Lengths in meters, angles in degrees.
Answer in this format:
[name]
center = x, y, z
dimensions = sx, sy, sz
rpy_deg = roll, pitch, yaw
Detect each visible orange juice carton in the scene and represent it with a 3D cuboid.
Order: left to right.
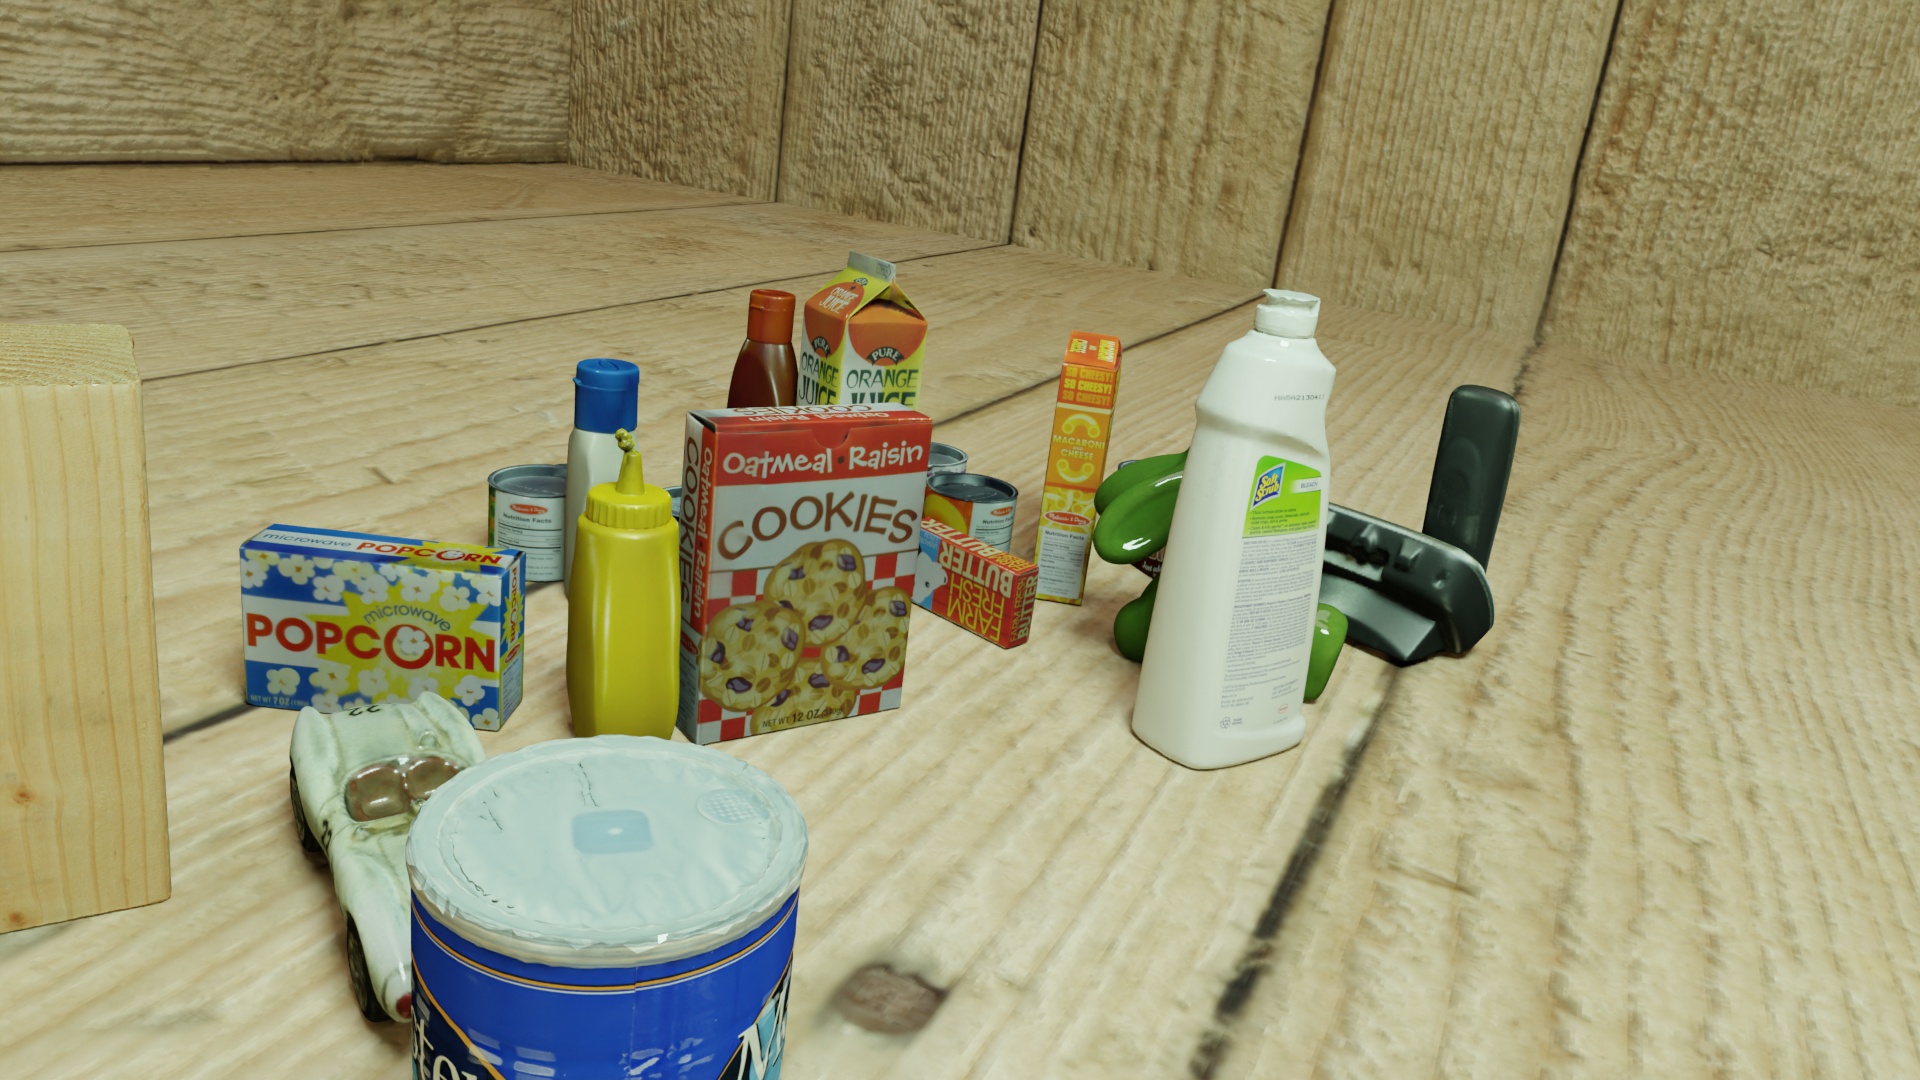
[orange juice carton]
center = -0.079, -0.125, 1.081
dimensions = 0.073, 0.192, 0.072
rpy_deg = -5, 22, -32

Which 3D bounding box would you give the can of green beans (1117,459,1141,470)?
[can of green beans]
center = 0.151, -0.026, 1.088
dimensions = 0.071, 0.057, 0.071
rpy_deg = 7, 19, -2

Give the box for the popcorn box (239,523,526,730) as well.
[popcorn box]
center = -0.284, 0.043, 0.685
dimensions = 0.127, 0.085, 0.038
rpy_deg = 6, 19, -3

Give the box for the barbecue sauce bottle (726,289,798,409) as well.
[barbecue sauce bottle]
center = -0.158, -0.127, 1.124
dimensions = 0.065, 0.148, 0.044
rpy_deg = 19, 22, 30

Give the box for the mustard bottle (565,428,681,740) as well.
[mustard bottle]
center = -0.161, 0.024, 0.669
dimensions = 0.049, 0.159, 0.065
rpy_deg = -4, 22, -31

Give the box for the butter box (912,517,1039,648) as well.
[butter box]
center = 0.004, 0.026, 0.889
dimensions = 0.103, 0.053, 0.024
rpy_deg = 24, 25, 40

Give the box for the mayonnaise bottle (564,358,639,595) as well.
[mayonnaise bottle]
center = -0.214, -0.033, 0.834
dimensions = 0.041, 0.147, 0.065
rpy_deg = -4, 21, -30

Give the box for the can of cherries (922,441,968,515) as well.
[can of cherries]
center = -0.031, -0.040, 1.058
dimensions = 0.071, 0.058, 0.072
rpy_deg = 7, 19, -2

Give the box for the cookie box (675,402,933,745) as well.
[cookie box]
center = -0.082, 0.015, 0.716
dimensions = 0.123, 0.166, 0.040
rpy_deg = -6, 23, -35

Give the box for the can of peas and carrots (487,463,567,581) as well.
[can of peas and carrots]
center = -0.268, -0.013, 0.891
dimensions = 0.071, 0.058, 0.071
rpy_deg = 7, 19, -2

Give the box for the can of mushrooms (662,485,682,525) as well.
[can of mushrooms]
center = -0.183, -0.013, 0.962
dimensions = 0.071, 0.033, 0.071
rpy_deg = 7, 19, -2

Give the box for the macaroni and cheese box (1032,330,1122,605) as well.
[macaroni and cheese box]
center = 0.082, -0.054, 0.977
dimensions = 0.040, 0.165, 0.124
rpy_deg = 9, 19, 5

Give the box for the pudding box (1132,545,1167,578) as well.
[pudding box]
center = 0.152, 0.002, 1.019
dimensions = 0.030, 0.049, 0.084
rpy_deg = -3, 21, -27

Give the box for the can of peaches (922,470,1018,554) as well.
[can of peaches]
center = 0.004, -0.012, 0.993
dimensions = 0.071, 0.057, 0.071
rpy_deg = 7, 19, -2
